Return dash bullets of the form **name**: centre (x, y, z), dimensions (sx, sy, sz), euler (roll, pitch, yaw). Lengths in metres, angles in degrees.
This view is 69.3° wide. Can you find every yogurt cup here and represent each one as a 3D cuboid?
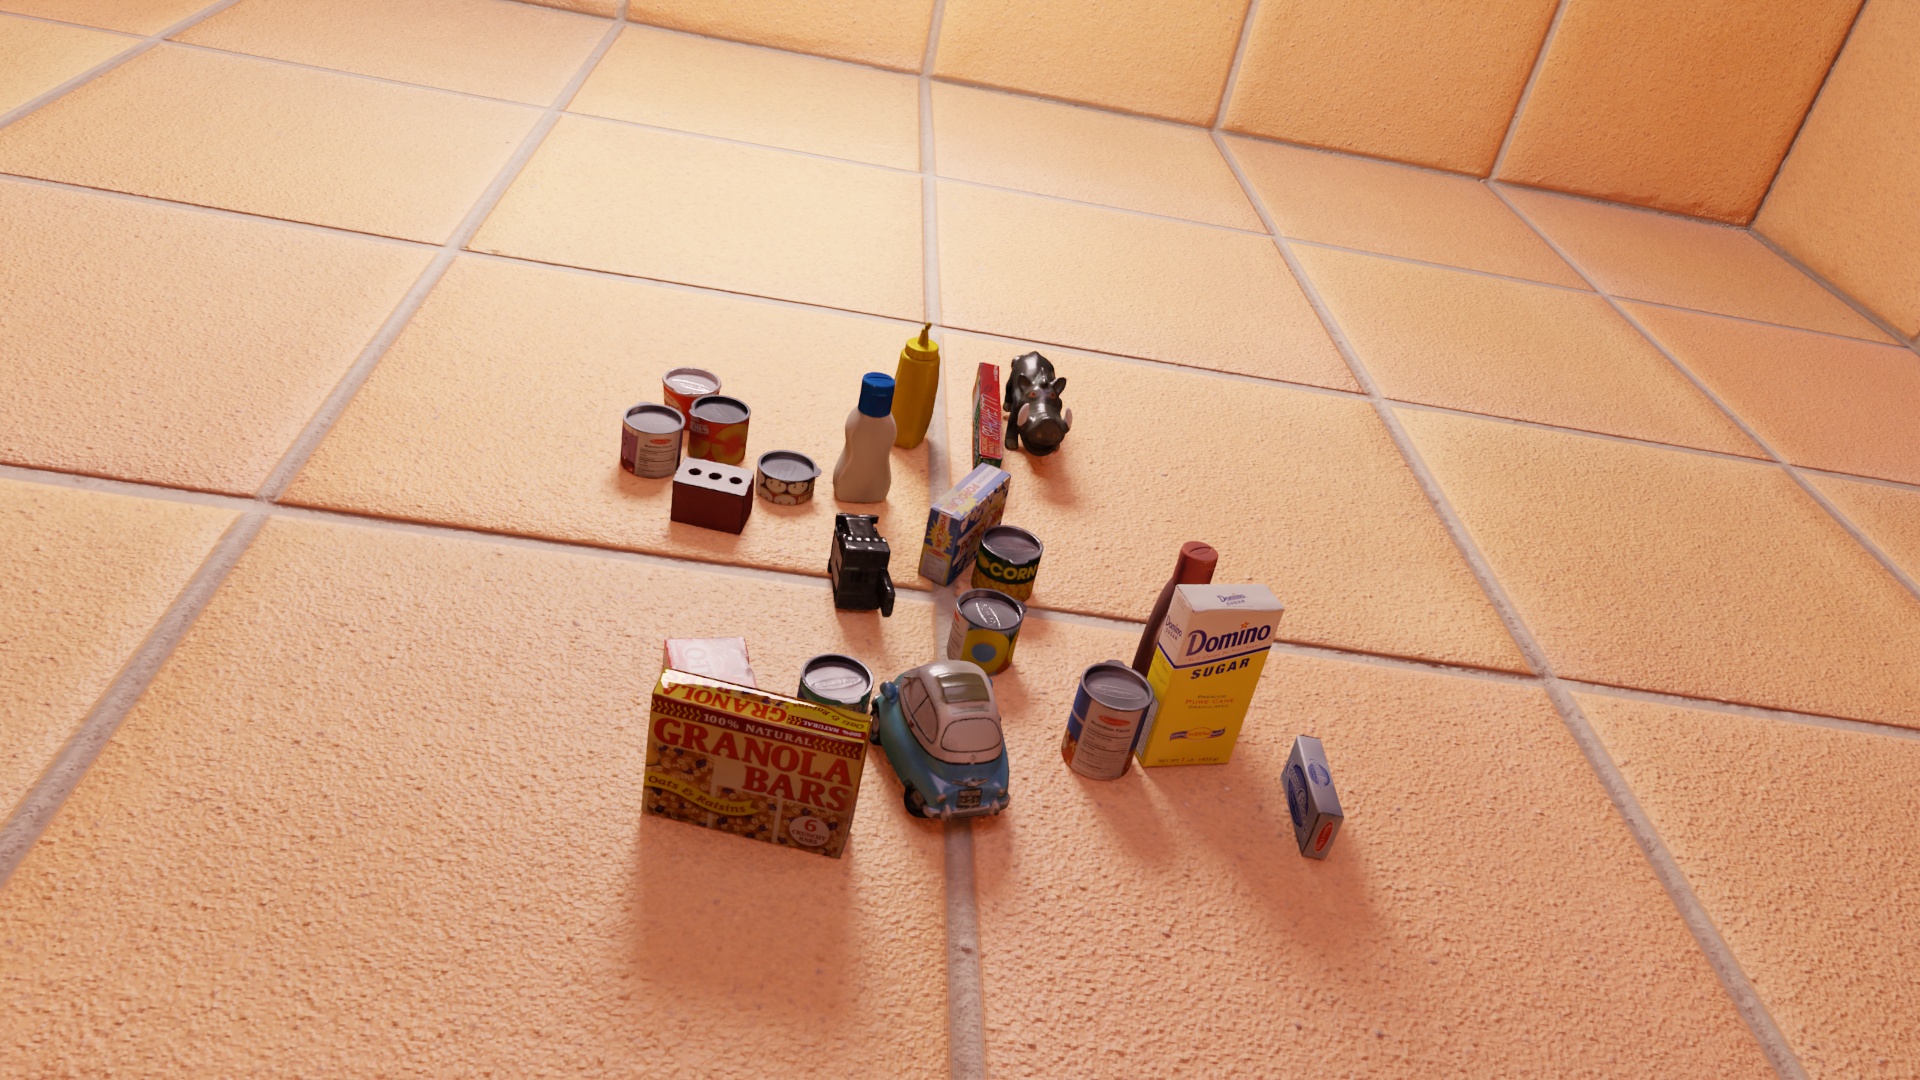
- **yogurt cup**: centre (-0.314, -0.164, 1.614), dimensions (0.072, 0.053, 0.073), euler (9, 32, -6)

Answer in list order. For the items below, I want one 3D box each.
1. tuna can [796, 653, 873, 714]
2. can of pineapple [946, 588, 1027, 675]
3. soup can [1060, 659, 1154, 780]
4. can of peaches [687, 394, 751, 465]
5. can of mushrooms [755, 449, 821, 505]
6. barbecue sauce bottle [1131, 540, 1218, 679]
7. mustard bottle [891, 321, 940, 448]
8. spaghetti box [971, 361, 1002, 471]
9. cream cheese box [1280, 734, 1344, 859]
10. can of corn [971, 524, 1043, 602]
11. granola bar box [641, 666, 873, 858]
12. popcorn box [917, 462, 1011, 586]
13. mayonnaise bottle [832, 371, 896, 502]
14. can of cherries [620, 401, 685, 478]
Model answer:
- **tuna can**: centre (-0.111, 0.135, 1.241), dimensions (0.071, 0.032, 0.071), euler (9, 32, -6)
- **can of pineapple**: centre (0.025, 0.088, 1.338), dimensions (0.071, 0.057, 0.071), euler (9, 32, -6)
- **soup can**: centre (0.130, 0.160, 1.240), dimensions (0.071, 0.083, 0.072), euler (9, 32, -6)
- **can of peaches**: centre (-0.274, -0.123, 1.561), dimensions (0.071, 0.057, 0.071), euler (9, 32, -6)
- **can of mushrooms**: centre (-0.190, -0.069, 1.529), dimensions (0.071, 0.033, 0.071), euler (9, 32, -6)
- **barbecue sauce bottle**: centre (0.213, 0.071, 1.346), dimensions (0.065, 0.147, 0.044), euler (-12, 39, -33)
- **mustard bottle**: centre (-0.053, -0.189, 1.645), dimensions (0.049, 0.159, 0.065), euler (20, 33, 11)
- **spaghetti box**: centre (0.032, -0.142, 1.705), dimensions (0.029, 0.050, 0.251), euler (9, 32, -6)
- **cream cheese box**: centre (0.310, 0.226, 1.228), dimensions (0.024, 0.053, 0.104), euler (10, 32, -5)
- **can of corn**: centre (0.048, 0.027, 1.441), dimensions (0.071, 0.058, 0.071), euler (9, 32, -6)
- **granola bar box**: centre (-0.160, 0.174, 1.078), dimensions (0.166, 0.123, 0.039), euler (13, 32, 1)
- **popcorn box**: centre (0.005, -0.018, 1.471), dimensions (0.038, 0.084, 0.127), euler (24, 34, 17)
- **mayonnaise bottle**: centre (-0.100, -0.112, 1.520), dimensions (0.065, 0.147, 0.041), euler (0, 34, -19)
- **can of cherries**: centre (-0.337, -0.110, 1.519), dimensions (0.071, 0.058, 0.072), euler (9, 32, -6)
